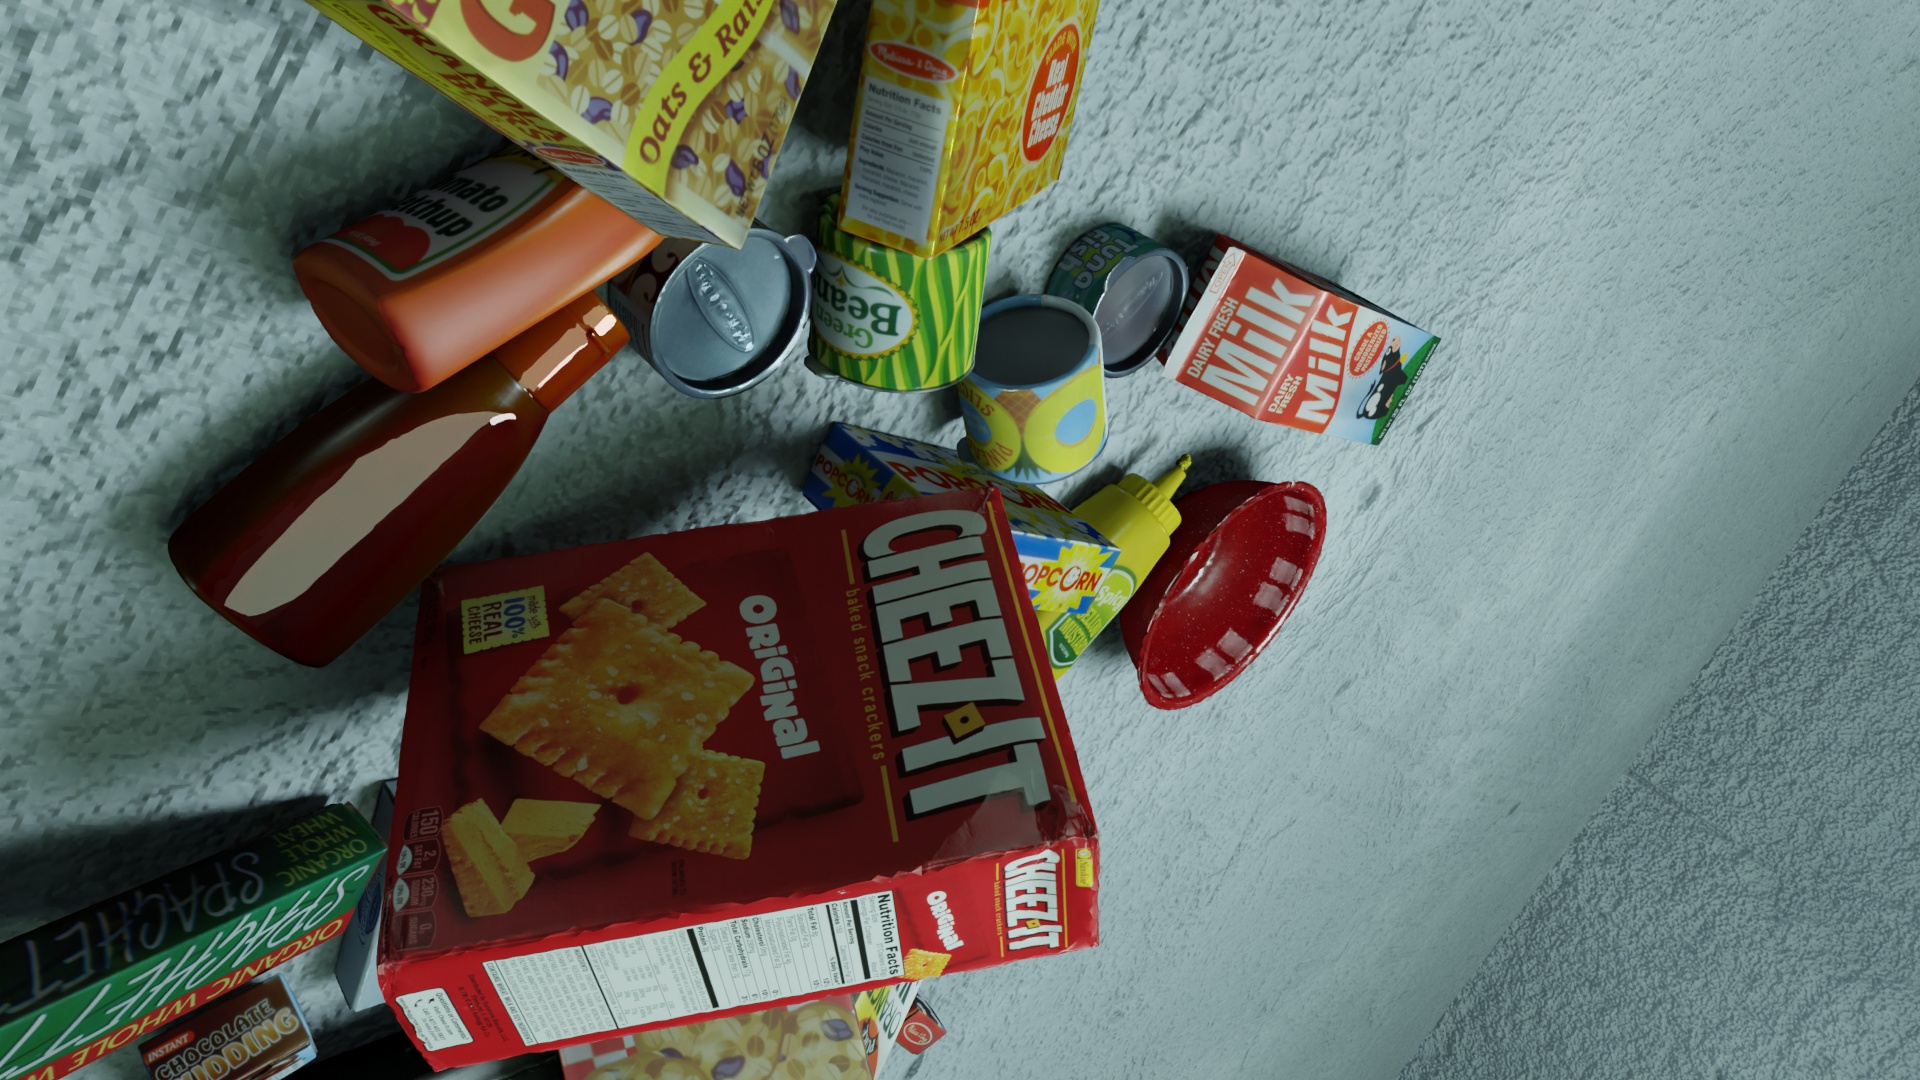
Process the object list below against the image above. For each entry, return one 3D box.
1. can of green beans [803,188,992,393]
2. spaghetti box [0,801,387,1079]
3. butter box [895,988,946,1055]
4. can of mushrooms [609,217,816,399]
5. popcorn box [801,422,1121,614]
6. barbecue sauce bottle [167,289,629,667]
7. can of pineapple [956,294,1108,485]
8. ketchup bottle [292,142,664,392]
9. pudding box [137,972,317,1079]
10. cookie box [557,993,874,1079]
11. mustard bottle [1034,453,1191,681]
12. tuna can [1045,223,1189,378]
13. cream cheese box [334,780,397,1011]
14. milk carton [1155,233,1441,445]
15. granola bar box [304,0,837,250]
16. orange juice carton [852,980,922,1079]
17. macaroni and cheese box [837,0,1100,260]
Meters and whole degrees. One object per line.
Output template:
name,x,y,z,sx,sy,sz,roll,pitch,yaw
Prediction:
can of green beans,-0.024,-0.097,0.530,0.071,0.071,0.057,-21,135,-35
spaghetti box,-0.284,0.144,0.418,0.050,0.029,0.251,-56,165,22
butter box,-0.050,0.229,0.763,0.024,0.104,0.053,-35,145,-6
can of mushrooms,-0.087,-0.088,0.496,0.071,0.033,0.070,-28,138,-28
popcorn box,0.002,-0.008,0.623,0.127,0.085,0.038,10,113,-51
barbecue sauce bottle,-0.173,-0.029,0.447,0.149,0.044,0.064,-45,145,-10
can of pineapple,0.030,-0.067,0.618,0.071,0.071,0.057,-35,142,-20
ketchup bottle,-0.121,-0.102,0.425,0.149,0.065,0.043,-40,136,-29
pudding box,-0.269,0.190,0.516,0.050,0.030,0.083,-25,169,-30
cookie box,-0.109,0.201,0.598,0.123,0.167,0.040,-13,175,-13
mustard bottle,0.072,0.011,0.748,0.160,0.049,0.065,-46,146,-6
tuna can,0.072,-0.114,0.650,0.071,0.033,0.070,-29,139,-28
cream cheese box,-0.217,0.142,0.568,0.053,0.024,0.103,-2,123,-46
milk carton,0.171,-0.105,0.730,0.191,0.073,0.072,3,119,-50
granola bar box,-0.082,-0.181,0.370,0.124,0.039,0.165,29,78,-54
orange juice carton,-0.064,0.211,0.693,0.072,0.072,0.194,77,34,-48
macaroni and cheese box,0.013,-0.193,0.469,0.124,0.040,0.165,-47,154,-54
